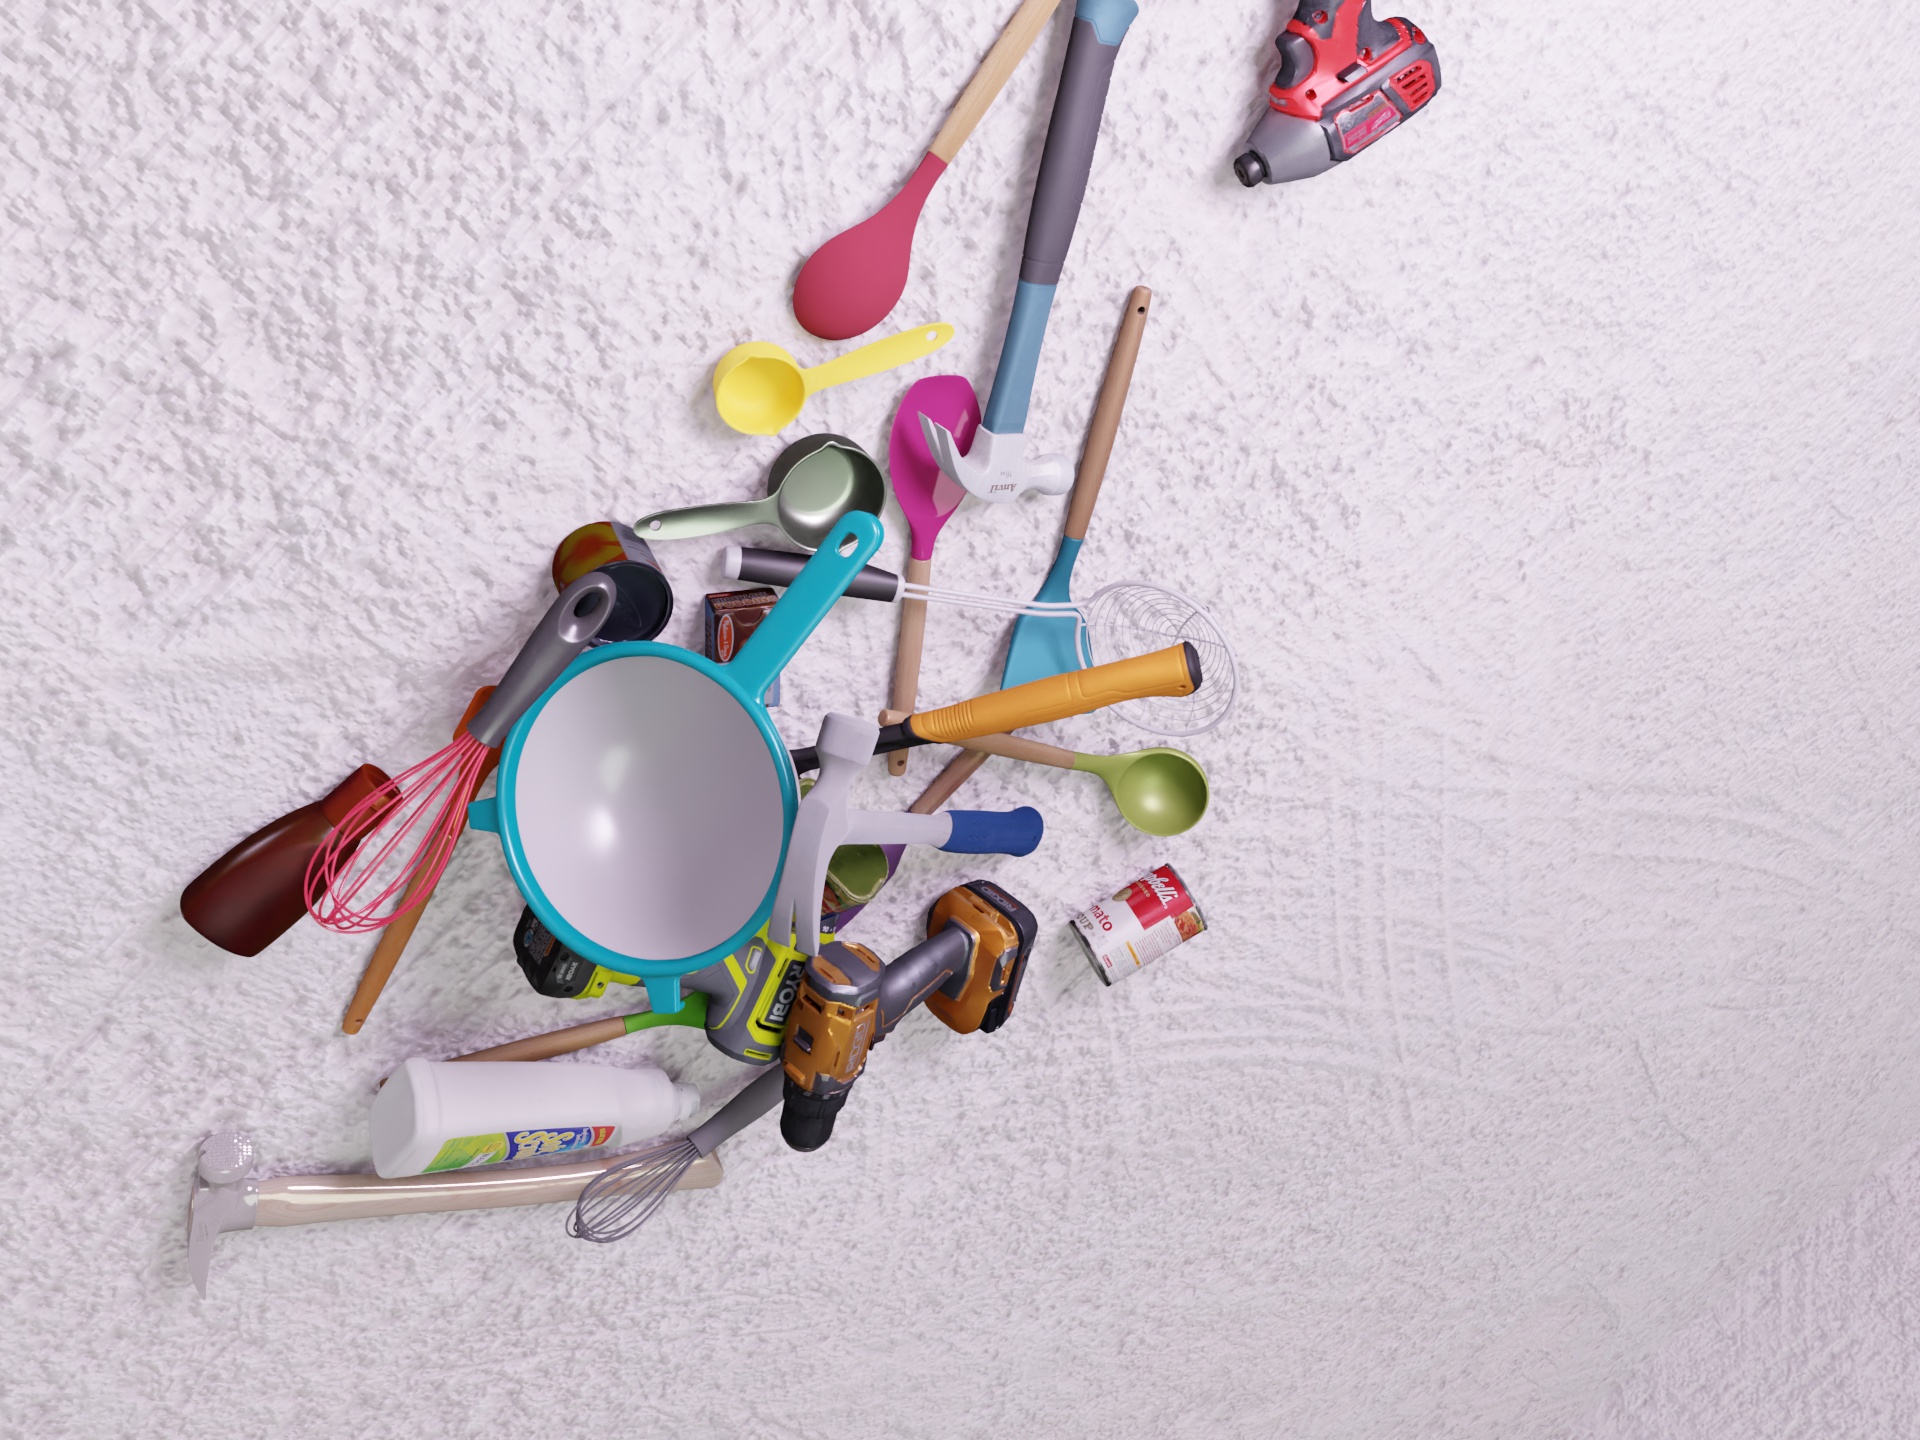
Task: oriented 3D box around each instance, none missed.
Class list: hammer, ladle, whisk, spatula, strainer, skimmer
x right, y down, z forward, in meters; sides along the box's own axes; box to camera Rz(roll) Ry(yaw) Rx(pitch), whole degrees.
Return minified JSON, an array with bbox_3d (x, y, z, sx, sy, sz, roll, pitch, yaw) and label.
[{"bbox_3d":[0.054,-0.293,1.010,0.128,0.033,0.330,-10,127,-37],"label":"hammer"},{"bbox_3d":[0.070,0.034,1.229,0.320,0.062,0.078,13,122,-39],"label":"ladle"},{"bbox_3d":[-0.391,0.381,1.271,0.410,0.038,0.146,4,121,-29],"label":"hammer"},{"bbox_3d":[-0.217,0.346,1.301,0.239,0.055,0.055,-34,133,-25],"label":"whisk"},{"bbox_3d":[-0.356,0.099,1.087,0.081,0.041,0.322,14,117,-42],"label":"spatula"},{"bbox_3d":[0.002,-0.361,0.957,0.069,0.031,0.315,24,108,-43],"label":"ladle"},{"bbox_3d":[-0.146,0.005,1.011,0.340,0.211,0.095,-51,169,14],"label":"strainer"},{"bbox_3d":[-0.308,0.023,0.985,0.073,0.073,0.296,33,103,-39],"label":"whisk"},{"bbox_3d":[-0.002,-0.003,1.095,0.337,0.034,0.127,-14,150,13],"label":"hammer"},{"bbox_3d":[-0.018,0.055,1.242,0.316,0.018,0.059,-46,125,10],"label":"spatula"},{"bbox_3d":[0.016,-0.061,1.095,0.363,0.090,0.127,7,140,-19],"label":"skimmer"},{"bbox_3d":[0.093,-0.151,1.137,0.082,0.044,0.317,3,120,-20],"label":"spatula"},{"bbox_3d":[-0.020,0.081,1.105,0.405,0.035,0.144,13,95,-69],"label":"hammer"}]

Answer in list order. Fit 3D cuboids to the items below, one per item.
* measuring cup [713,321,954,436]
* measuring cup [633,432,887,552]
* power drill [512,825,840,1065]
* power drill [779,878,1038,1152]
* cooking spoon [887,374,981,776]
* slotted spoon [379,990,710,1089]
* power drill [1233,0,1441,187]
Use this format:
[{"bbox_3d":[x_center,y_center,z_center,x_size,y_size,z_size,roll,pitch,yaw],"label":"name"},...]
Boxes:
[{"bbox_3d":[-0.080,-0.226,0.996,0.156,0.029,0.062,-20,137,-6],"label":"measuring cup"},{"bbox_3d":[-0.132,-0.144,1.034,0.167,0.038,0.083,-11,127,-17],"label":"measuring cup"},{"bbox_3d":[-0.190,0.143,1.170,0.228,0.080,0.190,22,94,-38],"label":"power drill"},{"bbox_3d":[-0.050,0.235,1.260,0.226,0.084,0.185,-19,133,-46],"label":"power drill"},{"bbox_3d":[-0.031,-0.094,1.131,0.068,0.017,0.318,-8,125,-24],"label":"cooking spoon"},{"bbox_3d":[-0.286,0.245,1.235,0.313,0.031,0.070,-12,129,-18],"label":"slotted spoon"},{"bbox_3d":[0.208,-0.440,0.975,0.143,0.079,0.219,-34,134,-1],"label":"power drill"}]
